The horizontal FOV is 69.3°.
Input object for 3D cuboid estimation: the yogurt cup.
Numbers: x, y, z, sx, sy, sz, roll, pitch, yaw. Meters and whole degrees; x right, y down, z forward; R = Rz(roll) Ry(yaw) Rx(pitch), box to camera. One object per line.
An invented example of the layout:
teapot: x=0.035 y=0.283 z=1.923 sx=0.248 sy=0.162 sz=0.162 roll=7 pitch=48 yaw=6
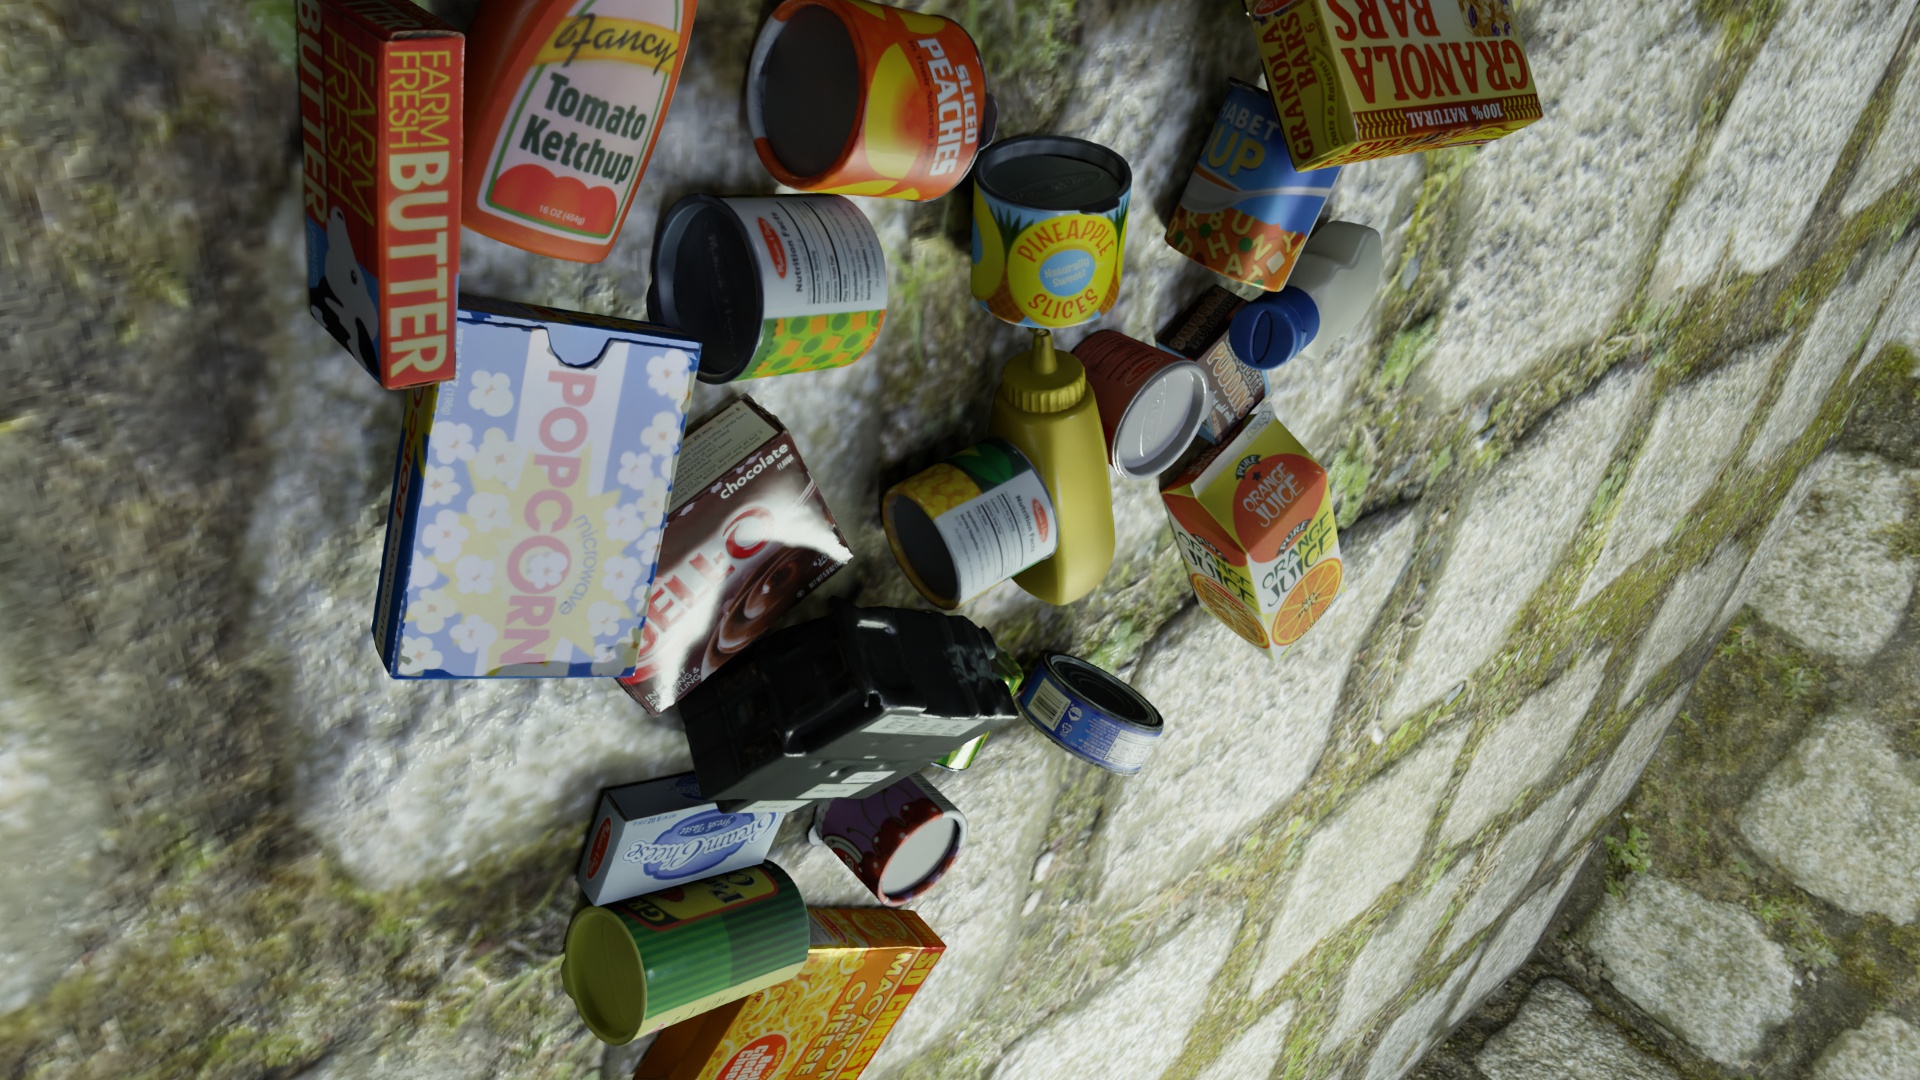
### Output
yogurt cup: x=0.085 y=-0.072 z=0.710 sx=0.073 sy=0.054 sz=0.072 roll=-30 pitch=140 yaw=-29

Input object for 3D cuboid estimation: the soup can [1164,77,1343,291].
soup can: x=0.143 y=-0.173 z=0.677 sx=0.071 sy=0.071 sz=0.083 roll=-3 pitch=123 yaw=-48

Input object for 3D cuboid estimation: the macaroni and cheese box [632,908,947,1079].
macaroni and cheese box: x=-0.097 y=0.279 z=0.832 sx=0.123 sy=0.040 sz=0.166 roll=-57 pitch=145 yaw=7

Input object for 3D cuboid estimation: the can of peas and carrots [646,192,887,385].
can of peas and carrots: x=-0.070 y=-0.091 z=0.502 sx=0.059 sy=0.071 sz=0.070 roll=-14 pitch=131 yaw=-43

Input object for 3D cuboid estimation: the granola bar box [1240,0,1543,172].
granola bar box: x=0.197 y=-0.241 z=0.639 sx=0.166 sy=0.039 sz=0.124 roll=-19 pitch=93 yaw=-39

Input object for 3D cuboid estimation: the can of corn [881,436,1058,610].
can of corn: x=0.002 y=-0.008 z=0.663 sx=0.058 sy=0.071 sz=0.070 roll=-28 pitch=140 yaw=-25

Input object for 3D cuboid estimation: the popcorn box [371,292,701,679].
popcorn box: x=-0.145 y=-0.016 z=0.472 sx=0.085 sy=0.038 sz=0.126 roll=4 pitch=108 yaw=-34

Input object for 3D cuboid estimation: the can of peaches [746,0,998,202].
can of peaches: x=-0.032 y=-0.153 z=0.484 sx=0.058 sy=0.071 sz=0.071 roll=-8 pitch=127 yaw=-44

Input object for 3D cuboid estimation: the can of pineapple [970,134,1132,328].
can of pineapple: x=0.038 y=-0.130 z=0.588 sx=0.071 sy=0.071 sz=0.057 roll=-29 pitch=140 yaw=-30

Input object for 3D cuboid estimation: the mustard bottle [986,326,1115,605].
mustard bottle: x=0.043 y=-0.043 z=0.682 sx=0.049 sy=0.065 sz=0.159 roll=-31 pitch=137 yaw=-28

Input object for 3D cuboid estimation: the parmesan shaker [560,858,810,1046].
parmesan shaker: x=-0.136 y=0.202 z=0.695 sx=0.103 sy=0.071 sz=0.071 roll=-6 pitch=125 yaw=-48

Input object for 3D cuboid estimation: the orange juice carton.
orange juice carton: x=0.183 y=-0.007 z=0.867 sx=0.072 sy=0.073 sz=0.192 roll=-44 pitch=145 yaw=-10

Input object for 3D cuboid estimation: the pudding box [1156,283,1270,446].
pudding box: x=0.143 y=-0.097 z=0.776 sx=0.050 sy=0.030 sz=0.083 roll=-46 pitch=146 yaw=-11

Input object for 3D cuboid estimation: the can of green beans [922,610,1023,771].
can of green beans: x=-0.009 y=0.078 z=0.726 sx=0.071 sy=0.071 sz=0.057 roll=16 pitch=108 yaw=-54

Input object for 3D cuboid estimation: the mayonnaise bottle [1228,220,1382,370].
mayonnaise bottle: x=0.189 y=-0.130 z=0.754 sx=0.149 sy=0.041 sz=0.064 roll=-36 pitch=138 yaw=-51

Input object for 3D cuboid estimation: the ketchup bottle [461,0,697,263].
ketchup bottle: x=-0.108 y=-0.160 z=0.413 sx=0.065 sy=0.043 sz=0.148 roll=7 pitch=115 yaw=-54

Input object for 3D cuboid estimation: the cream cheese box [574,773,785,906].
cream cheese box: x=-0.133 y=0.141 z=0.677 sx=0.104 sy=0.024 sz=0.053 roll=-3 pitch=124 yaw=-48

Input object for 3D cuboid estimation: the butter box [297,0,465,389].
butter box: x=-0.164 y=-0.100 z=0.393 sx=0.024 sy=0.053 sz=0.103 roll=-18 pitch=134 yaw=-42

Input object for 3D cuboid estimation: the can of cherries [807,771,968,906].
can of cherries: x=-0.040 y=0.162 z=0.774 sx=0.072 sy=0.058 sz=0.071 roll=-31 pitch=141 yaw=-29
